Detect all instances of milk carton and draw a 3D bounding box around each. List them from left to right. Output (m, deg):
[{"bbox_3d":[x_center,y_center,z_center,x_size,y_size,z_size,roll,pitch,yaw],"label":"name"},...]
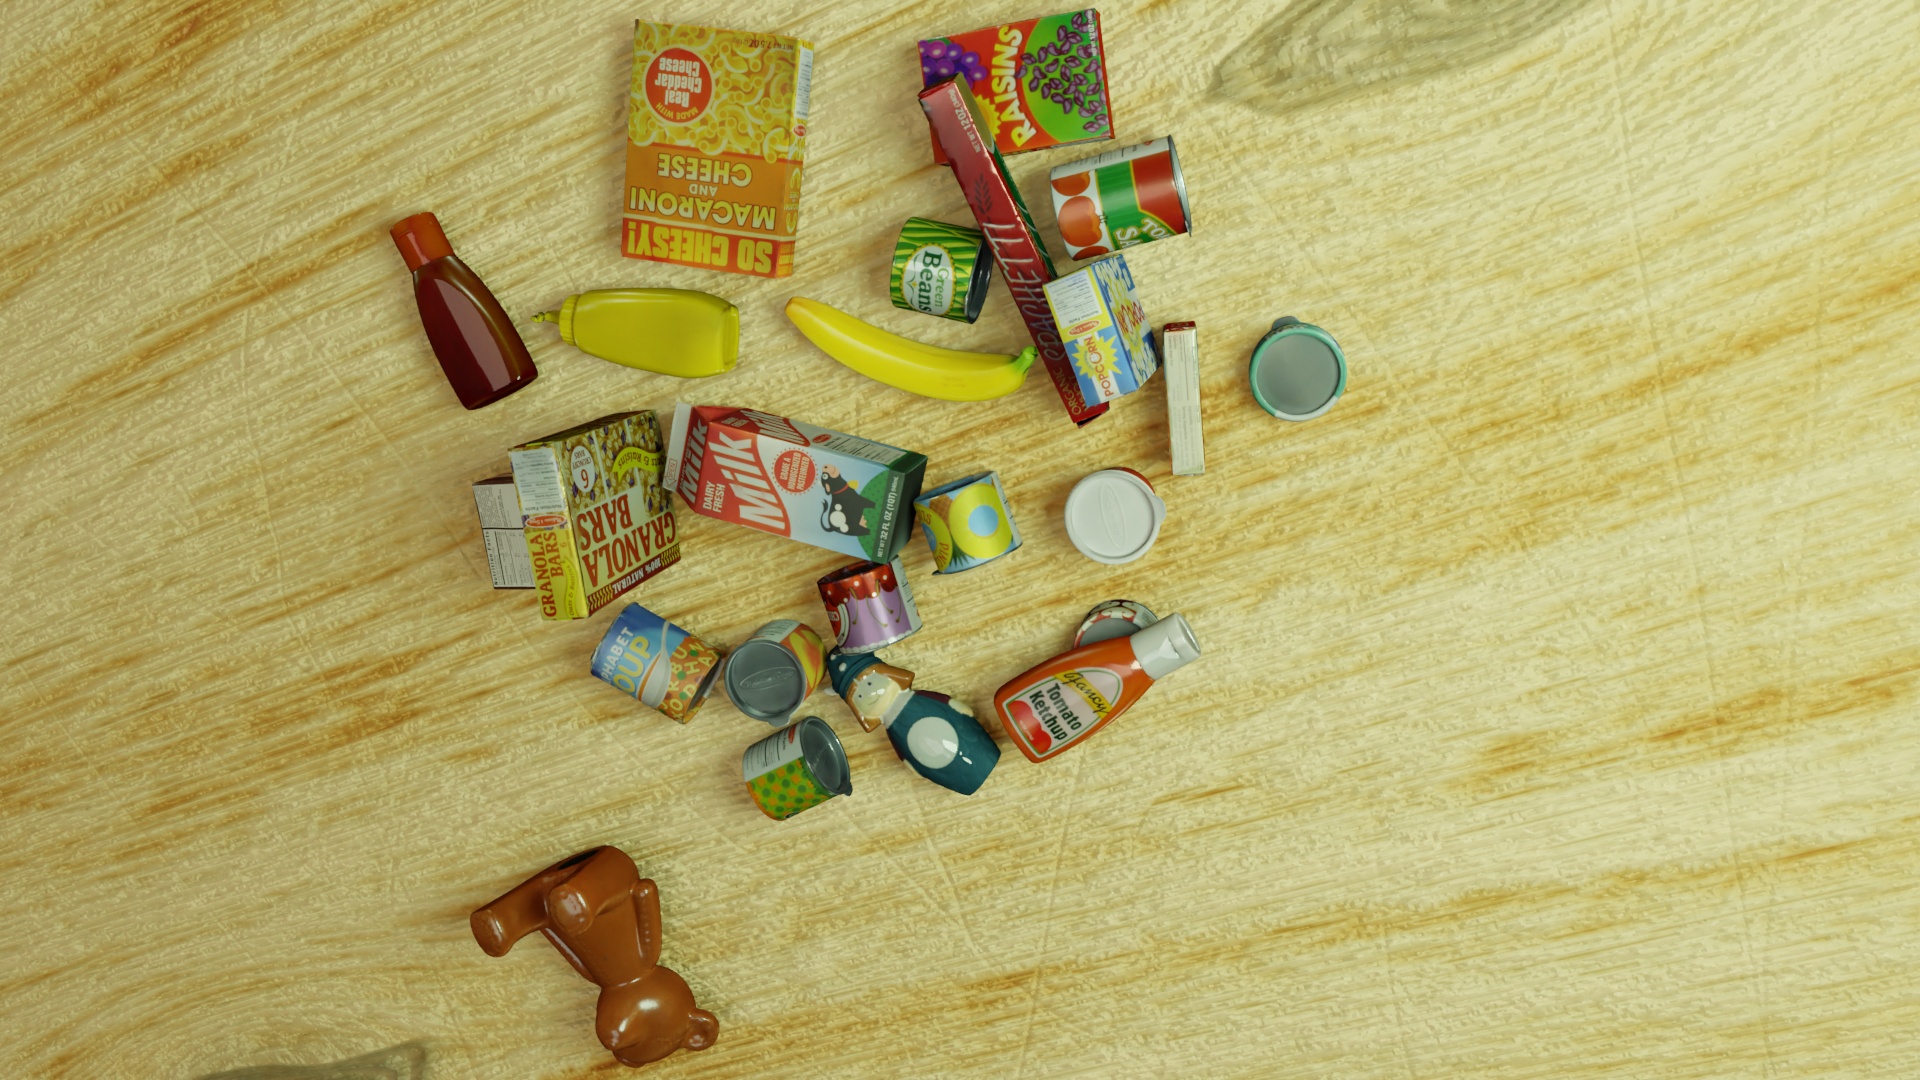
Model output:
[{"bbox_3d":[-0.129,-0.047,1.030,0.191,0.074,0.072,16,107,9],"label":"milk carton"}]

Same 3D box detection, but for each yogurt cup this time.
[{"bbox_3d":[0.111,-0.022,0.994,0.072,0.054,0.072,3,104,12],"label":"yogurt cup"}]

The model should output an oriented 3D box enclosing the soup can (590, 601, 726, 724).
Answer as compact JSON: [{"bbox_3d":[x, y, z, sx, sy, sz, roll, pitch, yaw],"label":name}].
[{"bbox_3d":[-0.238,0.098,1.090,0.084,0.071,0.071,29,108,4],"label":"soup can"}]

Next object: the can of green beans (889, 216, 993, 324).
[{"bbox_3d":[-0.013,-0.190,0.975,0.058,0.071,0.071,13,106,9],"label":"can of green beans"}]

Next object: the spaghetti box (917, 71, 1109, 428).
[{"bbox_3d":[0.041,-0.195,0.944,0.028,0.050,0.249,-22,111,16],"label":"spaghetti box"}]

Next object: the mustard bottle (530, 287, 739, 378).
[{"bbox_3d":[-0.247,-0.161,1.042,0.160,0.049,0.065,10,105,11],"label":"mustard bottle"}]

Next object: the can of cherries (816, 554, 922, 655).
[{"bbox_3d":[-0.071,0.048,1.043,0.071,0.072,0.058,-15,100,15],"label":"can of cherries"}]

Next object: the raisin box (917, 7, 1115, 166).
[{"bbox_3d":[0.039,-0.309,0.950,0.123,0.040,0.086,-6,103,12],"label":"raisin box"}]

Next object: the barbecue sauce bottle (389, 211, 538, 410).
[{"bbox_3d":[-0.388,-0.179,1.072,0.065,0.044,0.148,-25,96,17],"label":"barbecue sauce bottle"}]

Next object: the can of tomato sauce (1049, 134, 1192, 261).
[{"bbox_3d":[0.109,-0.229,0.939,0.083,0.071,0.071,-12,101,16],"label":"can of tomato sauce"}]

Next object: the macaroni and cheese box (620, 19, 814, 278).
[{"bbox_3d":[-0.176,-0.281,1.003,0.124,0.040,0.166,10,105,10],"label":"macaroni and cheese box"}]

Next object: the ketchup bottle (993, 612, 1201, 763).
[{"bbox_3d":[0.100,0.101,0.996,0.148,0.044,0.064,-31,95,18],"label":"ketchup bottle"}]

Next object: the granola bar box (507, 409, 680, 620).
[{"bbox_3d":[-0.262,-0.023,1.017,0.039,0.166,0.124,-5,102,13],"label":"granola bar box"}]

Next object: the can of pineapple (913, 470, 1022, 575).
[{"bbox_3d":[0.004,-0.013,1.013,0.071,0.071,0.057,-18,98,16],"label":"can of pineapple"}]

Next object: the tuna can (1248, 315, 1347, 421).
[{"bbox_3d":[0.231,-0.118,0.956,0.071,0.033,0.071,3,104,11],"label":"tuna can"}]

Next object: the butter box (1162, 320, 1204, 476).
[{"bbox_3d":[0.155,-0.099,0.967,0.024,0.053,0.103,-4,103,10],"label":"butter box"}]

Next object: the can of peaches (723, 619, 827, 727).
[{"bbox_3d":[-0.141,0.102,1.077,0.071,0.058,0.071,3,104,11],"label":"can of peaches"}]

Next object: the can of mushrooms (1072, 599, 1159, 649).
[{"bbox_3d":[0.115,0.080,1.029,0.071,0.033,0.070,3,105,13],"label":"can of mushrooms"}]

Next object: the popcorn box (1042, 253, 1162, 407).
[{"bbox_3d":[0.097,-0.143,0.931,0.038,0.127,0.085,-20,98,19],"label":"popcorn box"}]

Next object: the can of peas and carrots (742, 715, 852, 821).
[{"bbox_3d":[-0.127,0.181,1.089,0.058,0.071,0.071,-27,96,18],"label":"can of peas and carrots"}]
